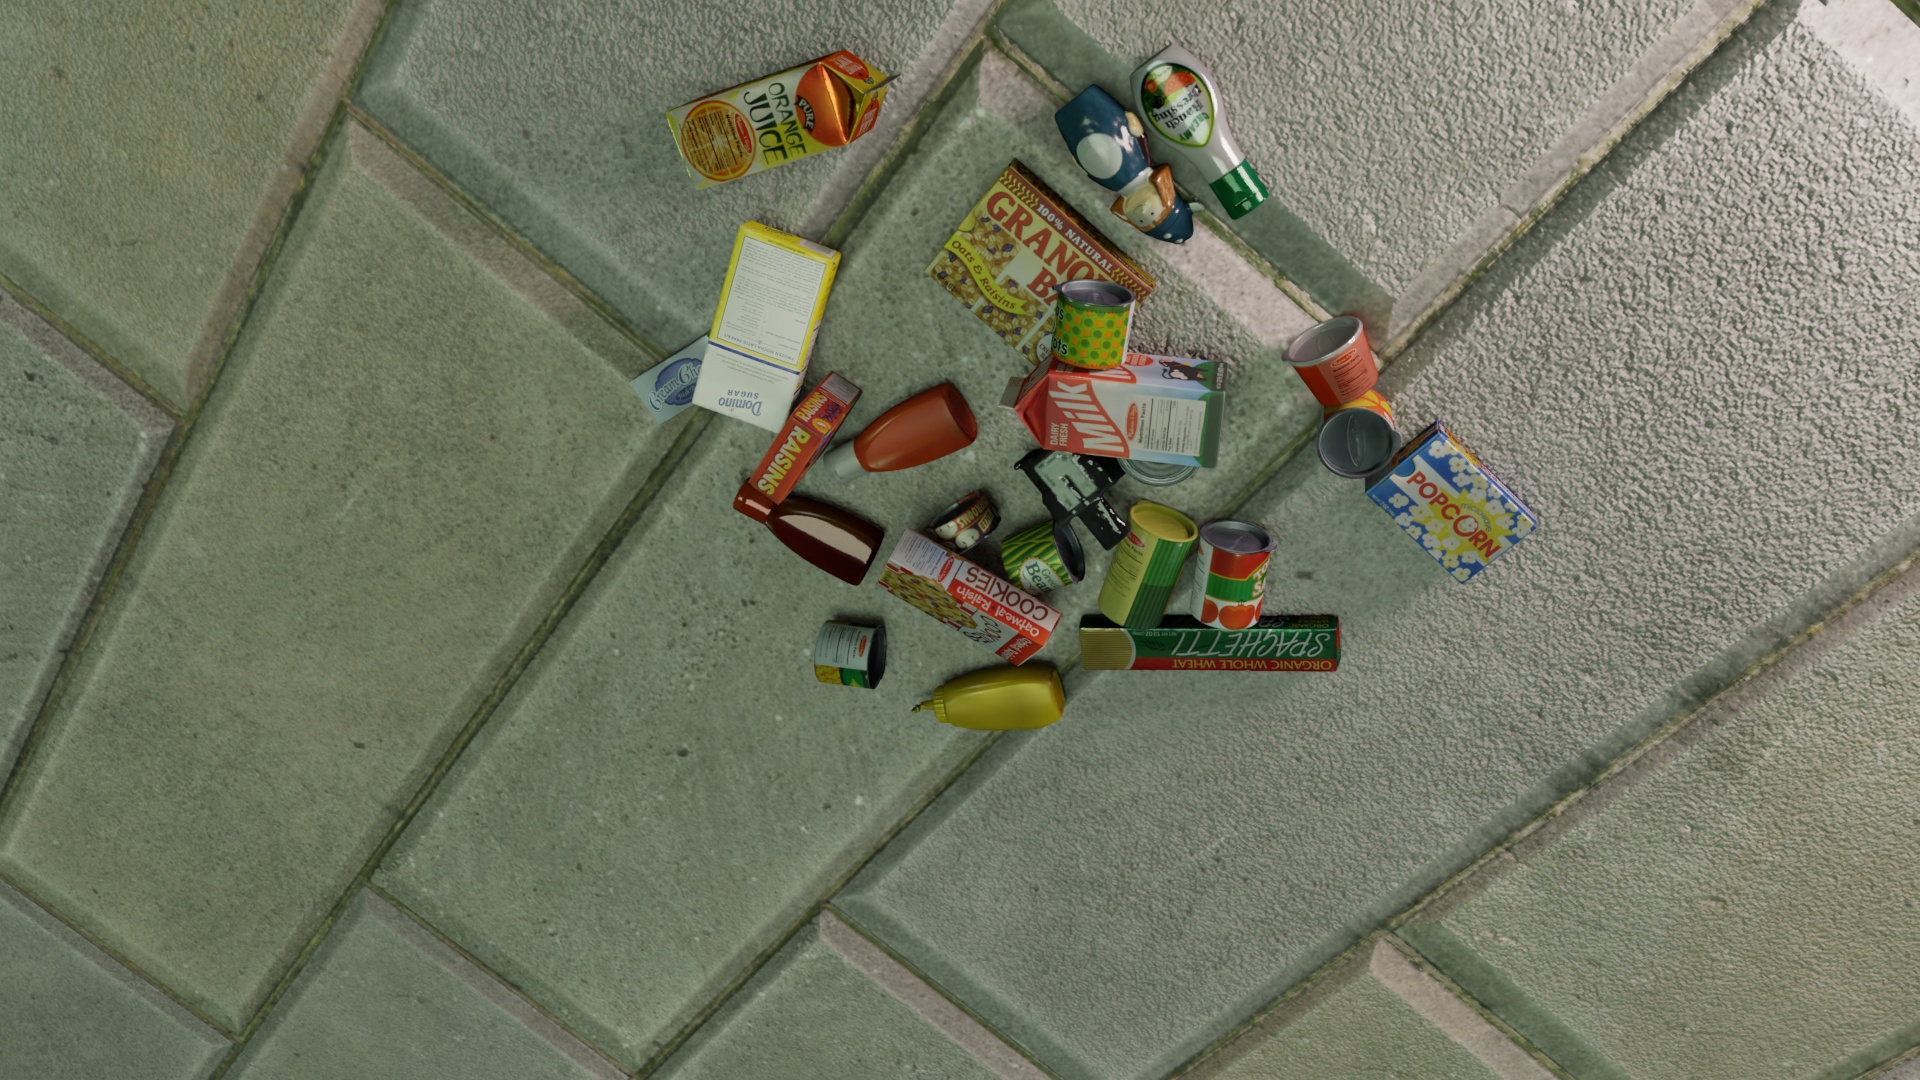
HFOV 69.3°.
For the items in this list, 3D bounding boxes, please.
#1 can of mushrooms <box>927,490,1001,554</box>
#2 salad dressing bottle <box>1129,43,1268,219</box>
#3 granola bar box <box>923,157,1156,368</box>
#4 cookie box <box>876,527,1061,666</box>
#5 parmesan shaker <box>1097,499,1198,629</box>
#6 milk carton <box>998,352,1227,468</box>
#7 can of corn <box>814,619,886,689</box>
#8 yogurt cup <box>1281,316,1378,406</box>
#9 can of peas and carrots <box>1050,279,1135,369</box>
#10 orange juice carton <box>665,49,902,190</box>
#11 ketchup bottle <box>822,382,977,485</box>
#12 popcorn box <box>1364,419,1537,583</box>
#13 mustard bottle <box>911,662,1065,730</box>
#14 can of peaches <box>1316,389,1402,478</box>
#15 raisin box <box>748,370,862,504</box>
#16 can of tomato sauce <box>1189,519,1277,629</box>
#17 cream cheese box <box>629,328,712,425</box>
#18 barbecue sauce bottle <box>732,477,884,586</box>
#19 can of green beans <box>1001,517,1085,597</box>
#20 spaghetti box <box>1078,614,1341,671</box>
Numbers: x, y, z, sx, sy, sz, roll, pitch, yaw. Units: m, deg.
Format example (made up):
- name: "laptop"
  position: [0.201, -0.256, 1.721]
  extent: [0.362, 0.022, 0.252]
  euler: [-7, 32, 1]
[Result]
- name: "can of mushrooms"
  position: [0.005, -0.017, 1.330]
  extent: [0.071, 0.071, 0.033]
  euler: [-28, 104, 25]
- name: "salad dressing bottle"
  position: [0.198, -0.334, 1.140]
  extent: [0.064, 0.044, 0.147]
  euler: [-32, 104, 24]
- name: "granola bar box"
  position: [0.070, -0.233, 1.225]
  extent: [0.165, 0.039, 0.123]
  euler: [40, 118, -7]
- name: "cookie box"
  position: [0.006, 0.056, 1.342]
  extent: [0.167, 0.122, 0.040]
  euler: [30, 74, -1]
- name: "parmesan shaker"
  position: [0.174, 0.023, 1.311]
  extent: [0.071, 0.072, 0.102]
  euler: [19, 120, 4]
- name: "milk carton"
  position: [0.131, -0.119, 1.204]
  extent: [0.191, 0.073, 0.073]
  euler: [7, 119, 9]
- name: "can of corn"
  position: [-0.112, 0.118, 1.429]
  extent: [0.058, 0.071, 0.070]
  euler: [6, 117, 12]
- name: "yogurt cup"
  position: [0.321, -0.152, 1.188]
  extent: [0.072, 0.073, 0.053]
  euler: [-24, 116, 23]
- name: "can of peas and carrots"
  position: [0.109, -0.184, 1.177]
  extent: [0.071, 0.071, 0.058]
  euler: [11, 118, 9]
- name: "orange juice carton"
  position: [-0.146, -0.367, 1.196]
  extent: [0.192, 0.072, 0.072]
  euler: [-11, 112, 19]
- name: "ketchup bottle"
  position: [-0.061, -0.095, 1.323]
  extent: [0.148, 0.044, 0.064]
  euler: [-22, 121, 23]
- name: "popcorn box"
  position: [0.434, -0.033, 1.231]
  extent: [0.126, 0.038, 0.085]
  euler: [42, 119, -8]
- name: "mustard bottle"
  position: [0.024, 0.163, 1.425]
  extent: [0.160, 0.049, 0.065]
  euler: [-7, 113, 18]
- name: "can of peaches"
  position: [0.347, -0.095, 1.211]
  extent: [0.071, 0.058, 0.071]
  euler: [5, 116, 11]
- name: "raisin box"
  position: [-0.144, -0.097, 1.298]
  extent: [0.040, 0.124, 0.085]
  euler: [36, 118, -4]
- name: "can of tomato sauce"
  position: [0.253, 0.032, 1.293]
  extent: [0.071, 0.071, 0.082]
  euler: [9, 118, 10]
- name: "cream cheese box"
  position: [-0.267, -0.159, 1.356]
  extent: [0.103, 0.024, 0.053]
  euler: [-27, 105, 24]
- name: "barbecue sauce bottle"
  position: [-0.154, -0.014, 1.387]
  extent: [0.148, 0.044, 0.064]
  euler: [27, 119, 1]
- name: "can of green beans"
  position: [0.079, 0.017, 1.329]
  extent: [0.057, 0.071, 0.071]
  euler: [-21, 109, 23]
- name: "spaghetti box"
  position: [0.240, 0.099, 1.350]
  extent: [0.250, 0.029, 0.050]
  euler: [-1, 116, 15]
